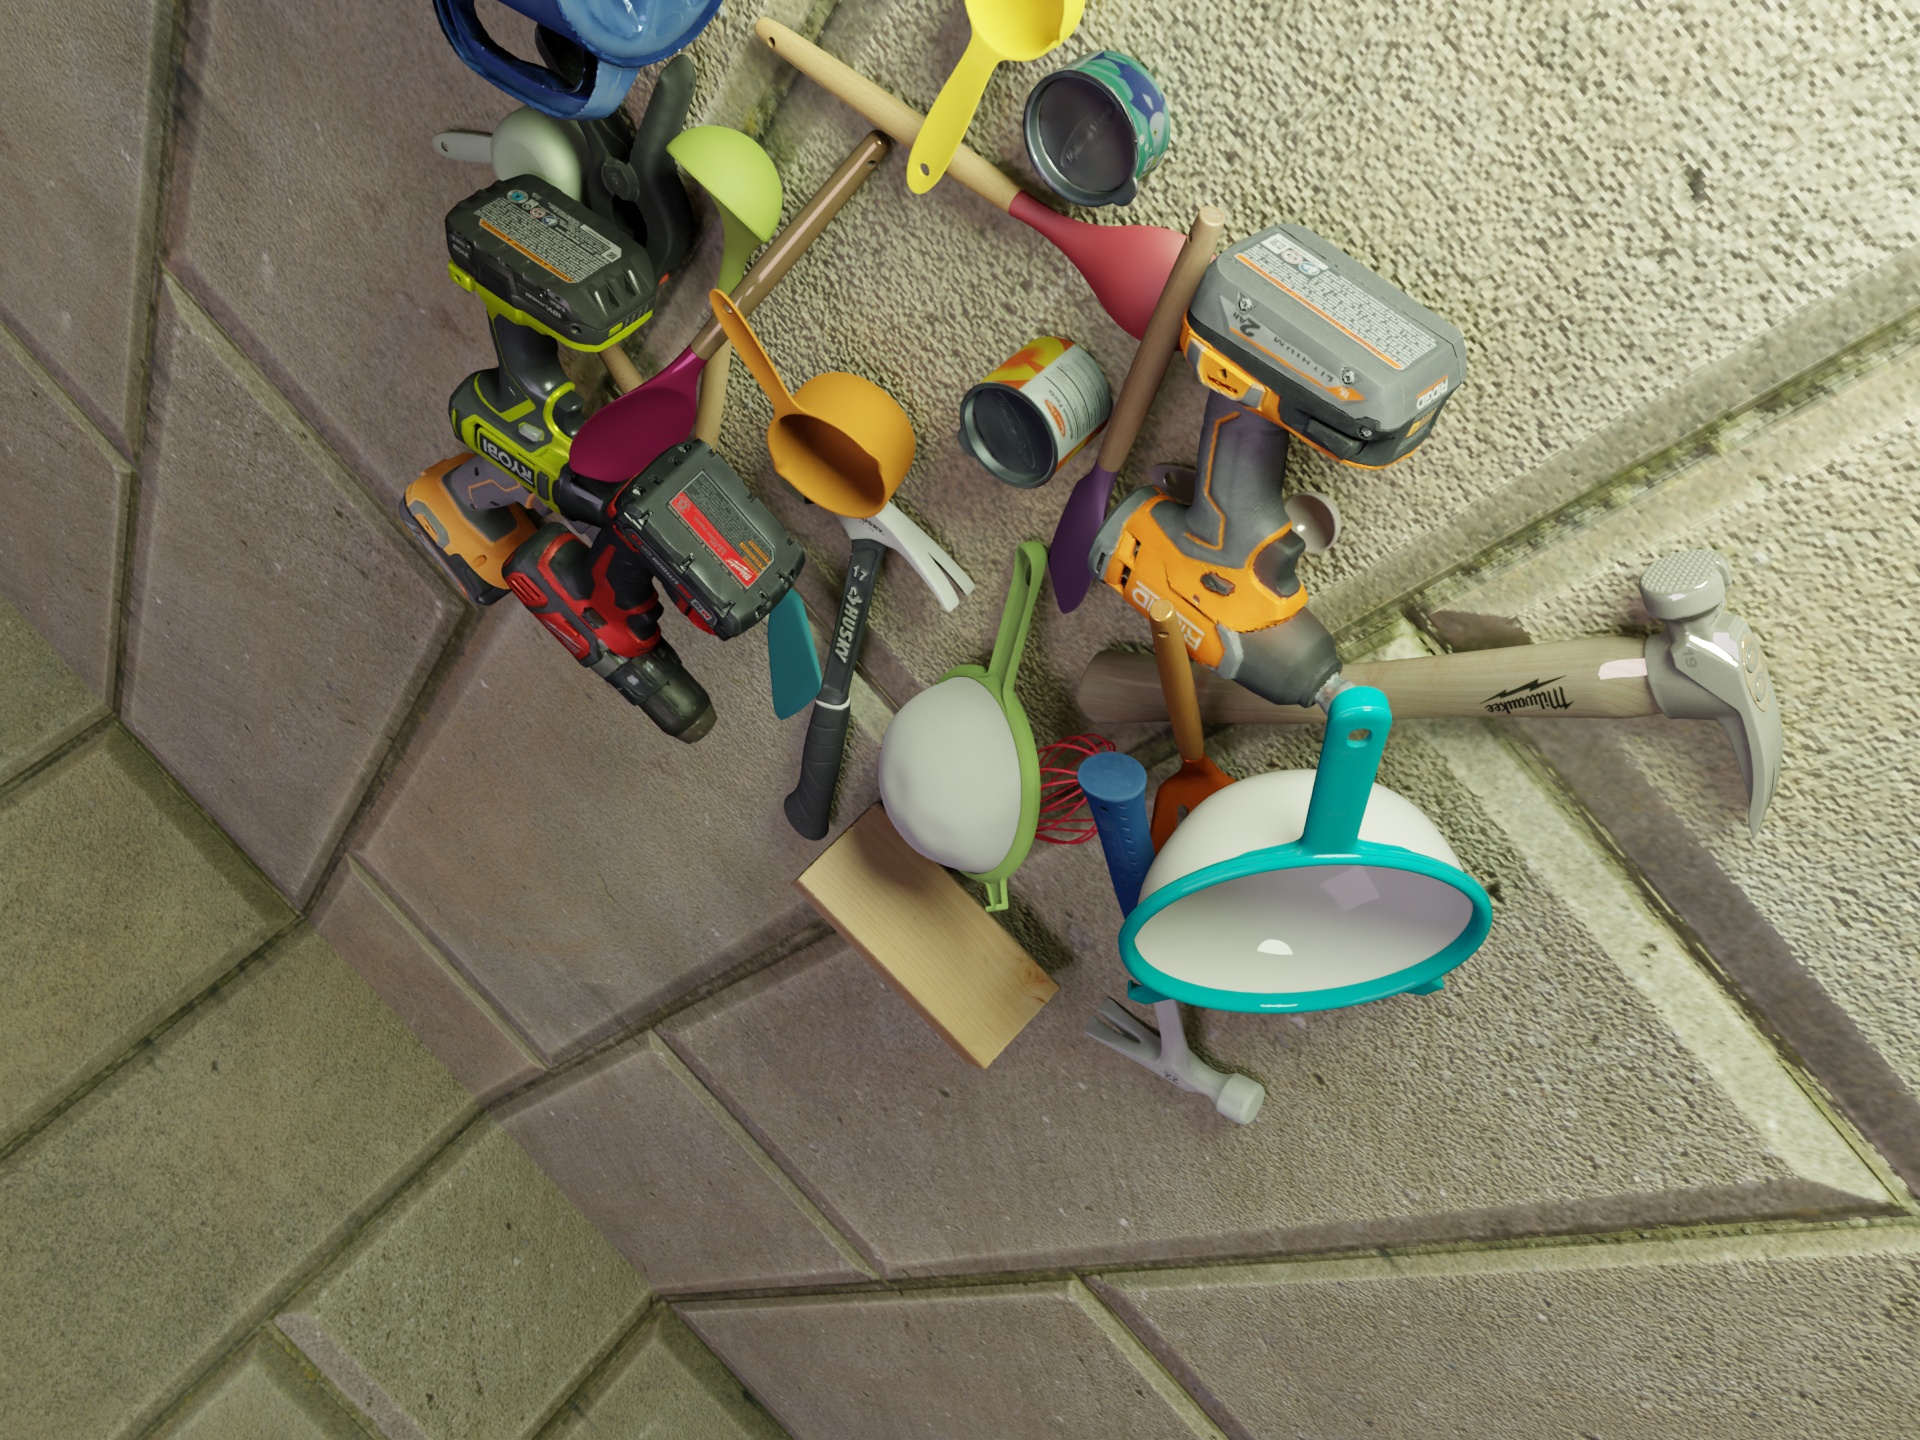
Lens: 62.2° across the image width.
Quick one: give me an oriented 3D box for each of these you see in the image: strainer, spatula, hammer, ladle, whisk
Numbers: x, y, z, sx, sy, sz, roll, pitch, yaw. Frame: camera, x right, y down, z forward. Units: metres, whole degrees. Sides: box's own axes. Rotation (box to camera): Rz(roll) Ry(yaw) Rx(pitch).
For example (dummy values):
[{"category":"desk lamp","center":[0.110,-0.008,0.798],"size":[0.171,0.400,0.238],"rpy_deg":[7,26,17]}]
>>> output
[{"category":"strainer","center":[-0.002,-0.003,1.046],"size":[0.152,0.069,0.256],"rpy_deg":[52,139,43]},{"category":"spatula","center":[-0.184,-0.150,1.114],"size":[0.317,0.044,0.082],"rpy_deg":[56,148,-2]},{"category":"strainer","center":[0.192,0.055,0.882],"size":[0.211,0.095,0.340],"rpy_deg":[-2,146,3]},{"category":"hammer","center":[0.230,-0.009,0.881],"size":[0.411,0.038,0.146],"rpy_deg":[-1,126,47]},{"category":"hammer","center":[0.126,0.153,1.092],"size":[0.144,0.035,0.405],"rpy_deg":[24,152,30]},{"category":"spatula","center":[0.087,-0.153,0.853],"size":[0.315,0.018,0.060],"rpy_deg":[110,151,-59]},{"category":"spatula","center":[0.132,0.016,0.921],"size":[0.081,0.041,0.322],"rpy_deg":[1,157,14]},{"category":"ladle","center":[0.011,-0.287,0.834],"size":[0.315,0.031,0.069],"rpy_deg":[38,145,14]},{"category":"hammer","center":[-0.089,-0.025,1.201],"size":[0.149,0.036,0.408],"rpy_deg":[35,145,13]},{"category":"ladle","center":[-0.164,-0.249,1.031],"size":[0.078,0.062,0.320],"rpy_deg":[46,149,14]},{"category":"whisk","center":[0.040,0.067,1.144],"size":[0.073,0.073,0.296],"rpy_deg":[49,152,-5]}]

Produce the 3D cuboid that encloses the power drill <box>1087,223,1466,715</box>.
[{"category":"power drill","center":[0.160,-0.108,0.790],"size":[0.164,0.084,0.226],"rpy_deg":[42,145,20]}]

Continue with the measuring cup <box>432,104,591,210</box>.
[{"category":"measuring cup","center":[-0.311,-0.375,1.066],"size":[0.168,0.038,0.083],"rpy_deg":[18,137,31]}]

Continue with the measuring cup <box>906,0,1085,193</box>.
[{"category":"measuring cup","center":[0.012,-0.321,0.787],"size":[0.062,0.029,0.156],"rpy_deg":[45,144,2]}]

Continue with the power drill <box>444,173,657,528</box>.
[{"category":"power drill","center":[-0.270,-0.234,1.073],"size":[0.171,0.080,0.223],"rpy_deg":[35,145,12]}]

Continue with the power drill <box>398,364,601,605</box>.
[{"category":"power drill","center":[-0.347,-0.169,1.286],"size":[0.185,0.084,0.226],"rpy_deg":[52,140,-10]}]

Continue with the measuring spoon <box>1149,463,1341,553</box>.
[{"category":"measuring spoon","center":[0.156,-0.122,0.866],"size":[0.124,0.018,0.034],"rpy_deg":[25,134,38]}]

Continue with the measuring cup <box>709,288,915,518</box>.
[{"category":"measuring cup","center":[-0.092,-0.205,0.978],"size":[0.095,0.052,0.173],"rpy_deg":[3,138,43]}]

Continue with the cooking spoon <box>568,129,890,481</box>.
[{"category":"cooking spoon","center":[-0.143,-0.240,0.962],"size":[0.319,0.068,0.017],"rpy_deg":[-37,56,37]}]

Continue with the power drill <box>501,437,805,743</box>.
[{"category":"power drill","center":[-0.200,-0.076,1.082],"size":[0.187,0.080,0.227],"rpy_deg":[49,143,-16]}]
